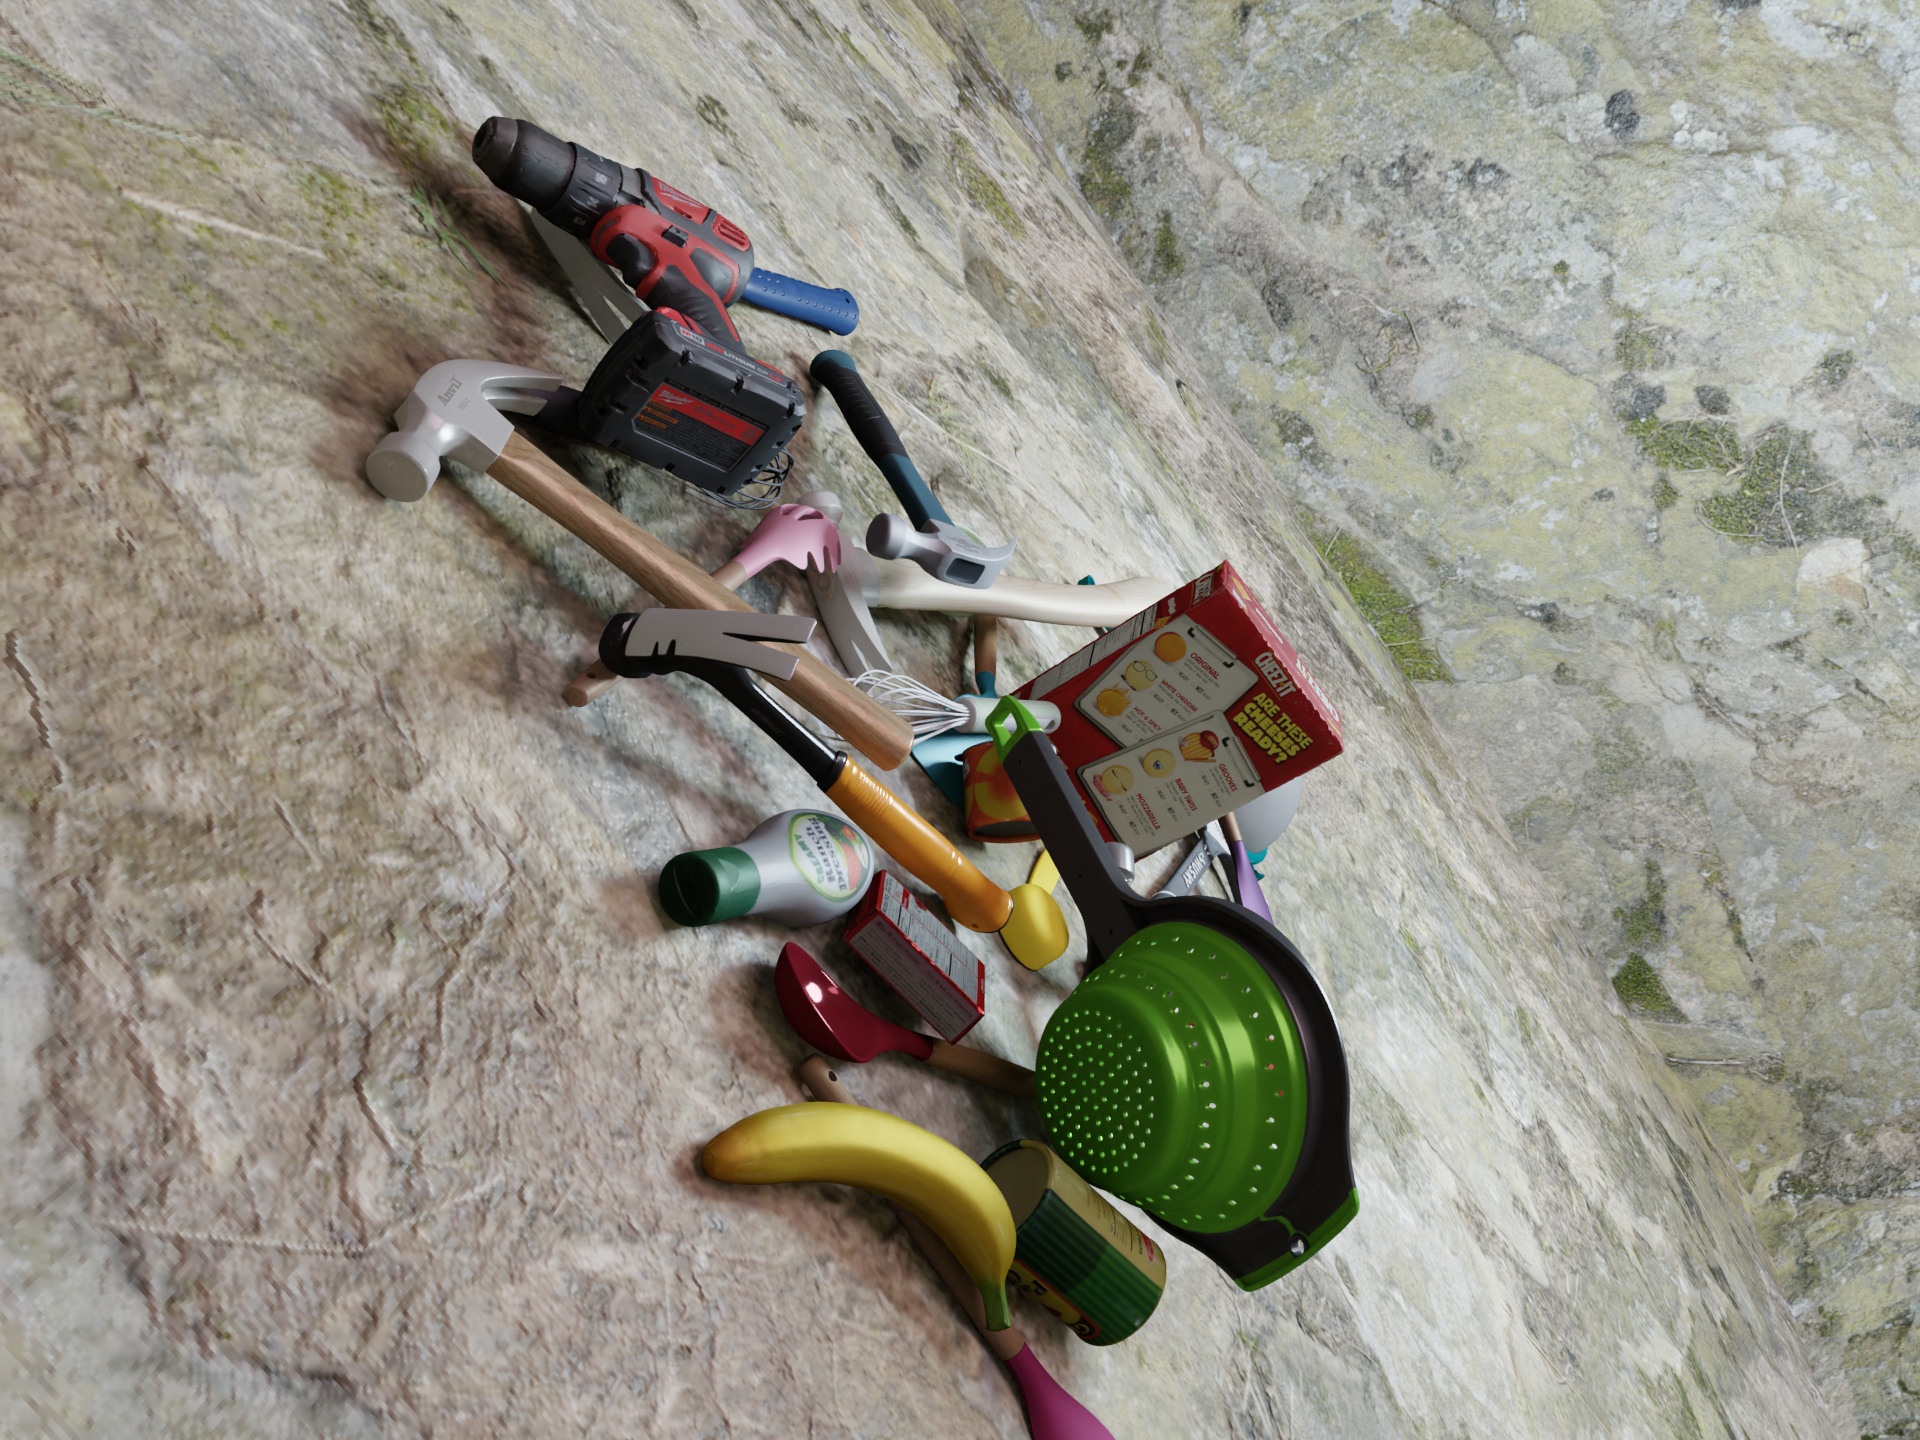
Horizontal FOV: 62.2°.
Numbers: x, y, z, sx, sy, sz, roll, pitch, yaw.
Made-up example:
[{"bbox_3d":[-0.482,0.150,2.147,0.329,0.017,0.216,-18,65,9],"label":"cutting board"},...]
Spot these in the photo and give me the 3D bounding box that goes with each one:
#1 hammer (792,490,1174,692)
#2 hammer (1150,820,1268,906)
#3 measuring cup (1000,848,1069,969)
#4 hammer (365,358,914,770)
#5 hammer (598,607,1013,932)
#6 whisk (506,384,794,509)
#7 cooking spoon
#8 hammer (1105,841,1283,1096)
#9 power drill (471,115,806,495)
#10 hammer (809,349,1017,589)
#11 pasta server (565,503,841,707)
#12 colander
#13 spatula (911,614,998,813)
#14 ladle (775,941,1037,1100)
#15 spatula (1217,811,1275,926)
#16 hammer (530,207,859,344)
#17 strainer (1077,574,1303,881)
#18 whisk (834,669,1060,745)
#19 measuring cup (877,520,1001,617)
[{"bbox_3d":[0.047,-0.086,1.228,0.410,0.038,0.146,1,60,-47],"label":"hammer"},{"bbox_3d":[0.176,0.150,1.309,0.149,0.036,0.409,59,23,0],"label":"hammer"},{"bbox_3d":[0.063,0.120,1.122,0.062,0.029,0.156,54,25,-10],"label":"measuring cup"},{"bbox_3d":[-0.154,-0.076,0.864,0.331,0.031,0.130,37,36,-24],"label":"hammer"},{"bbox_3d":[-0.052,0.040,0.890,0.336,0.127,0.034,46,56,-47],"label":"hammer"},{"bbox_3d":[-0.187,-0.172,0.977,0.238,0.055,0.055,8,53,-55],"label":"whisk"},{"bbox_3d":[0.012,0.300,0.808,0.319,0.017,0.069,55,23,-6],"label":"cooking spoon"},{"bbox_3d":[0.187,0.228,1.182,0.358,0.037,0.149,42,38,-46],"label":"hammer"},{"bbox_3d":[-0.193,-0.257,0.946,0.187,0.080,0.227,20,39,-41],"label":"power drill"},{"bbox_3d":[-0.053,-0.196,1.183,0.128,0.033,0.331,16,28,-33],"label":"hammer"},{"bbox_3d":[-0.145,-0.071,0.935,0.060,0.040,0.316,19,29,11],"label":"pasta server"},{"bbox_3d":[0.077,0.141,0.937,0.094,0.204,0.398,2,48,-39],"label":"colander"},{"bbox_3d":[0.009,-0.039,1.230,0.082,0.044,0.318,48,20,-22],"label":"spatula"},{"bbox_3d":[-0.006,0.189,0.902,0.315,0.031,0.069,33,21,-49],"label":"ladle"},{"bbox_3d":[0.240,0.089,1.440,0.059,0.018,0.316,27,40,-50],"label":"spatula"},{"bbox_3d":[-0.180,-0.330,1.197,0.144,0.035,0.405,61,23,7],"label":"hammer"},{"bbox_3d":[0.244,-0.020,1.581,0.340,0.095,0.211,55,23,-11],"label":"strainer"},{"bbox_3d":[-0.002,-0.003,1.082,0.246,0.057,0.059,2,45,-55],"label":"whisk"},{"bbox_3d":[-0.031,-0.104,1.225,0.167,0.038,0.083,-28,84,-52],"label":"measuring cup"}]
